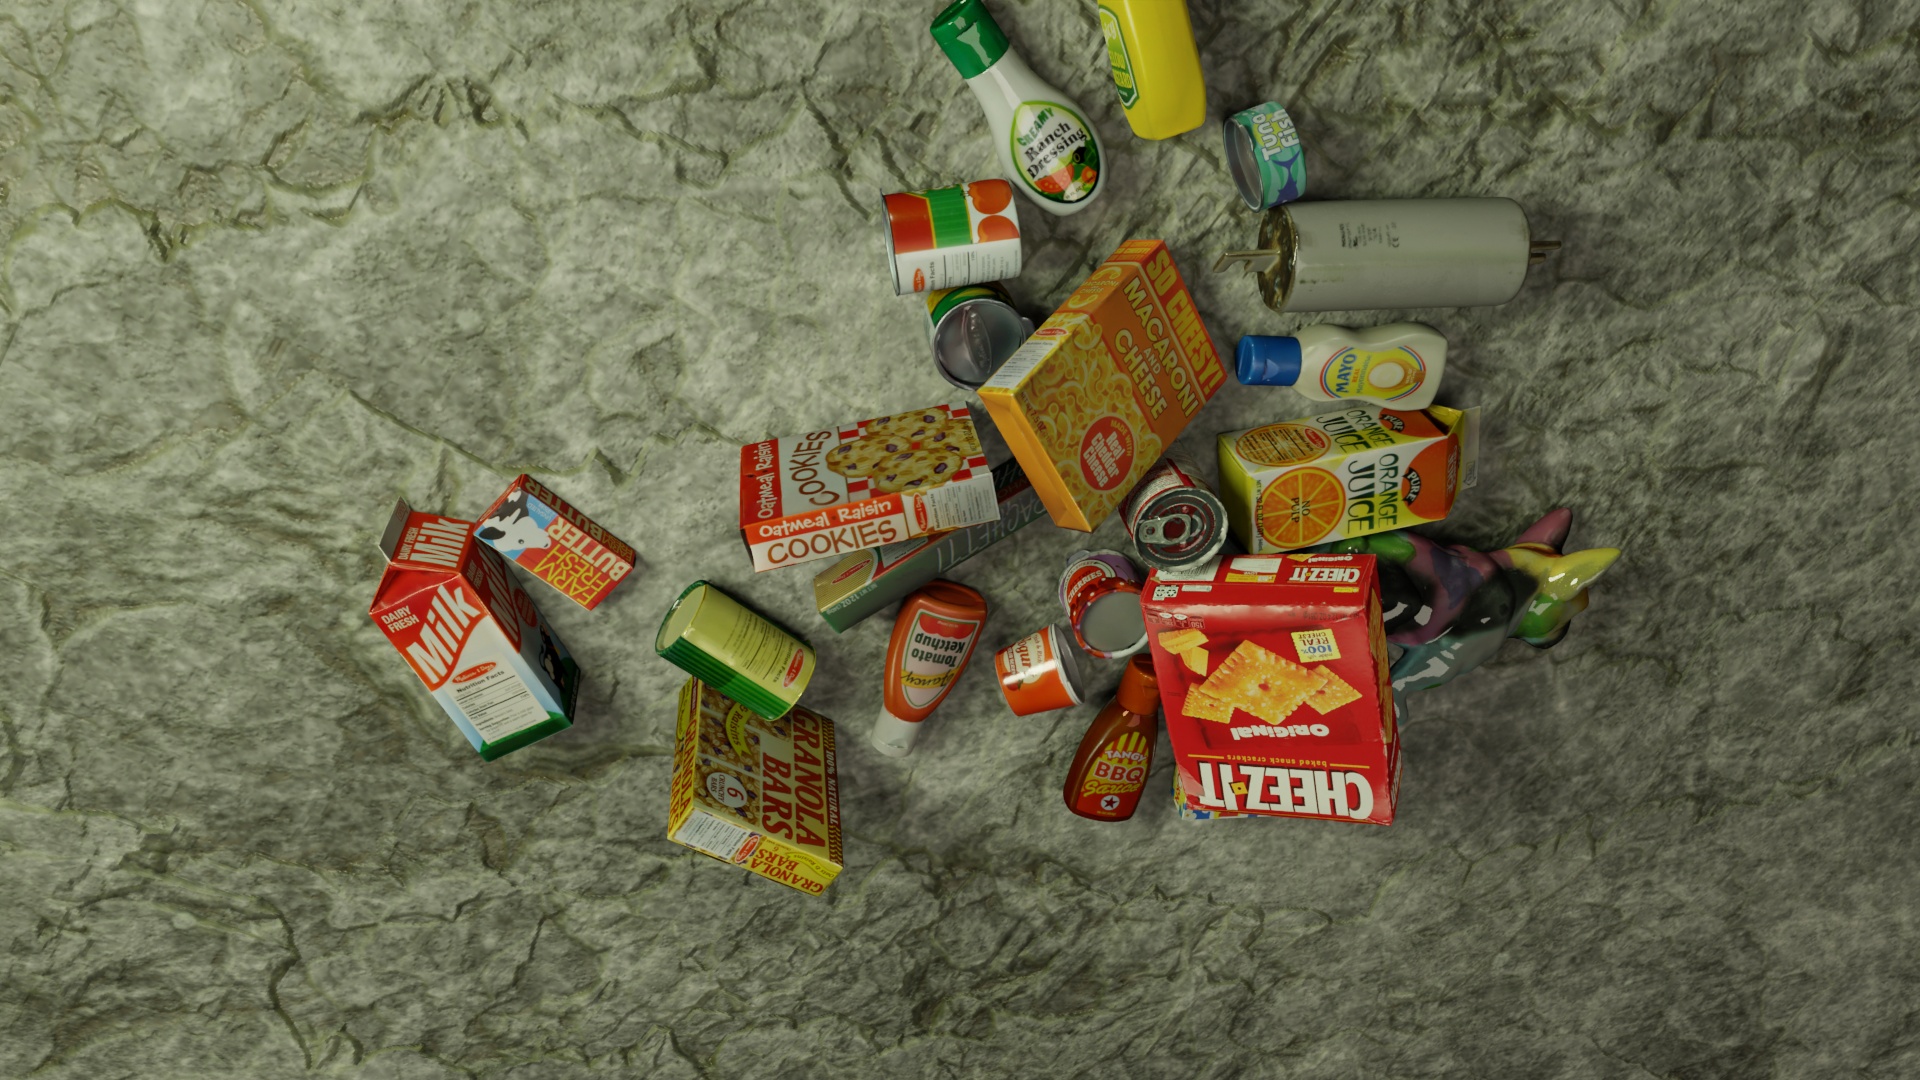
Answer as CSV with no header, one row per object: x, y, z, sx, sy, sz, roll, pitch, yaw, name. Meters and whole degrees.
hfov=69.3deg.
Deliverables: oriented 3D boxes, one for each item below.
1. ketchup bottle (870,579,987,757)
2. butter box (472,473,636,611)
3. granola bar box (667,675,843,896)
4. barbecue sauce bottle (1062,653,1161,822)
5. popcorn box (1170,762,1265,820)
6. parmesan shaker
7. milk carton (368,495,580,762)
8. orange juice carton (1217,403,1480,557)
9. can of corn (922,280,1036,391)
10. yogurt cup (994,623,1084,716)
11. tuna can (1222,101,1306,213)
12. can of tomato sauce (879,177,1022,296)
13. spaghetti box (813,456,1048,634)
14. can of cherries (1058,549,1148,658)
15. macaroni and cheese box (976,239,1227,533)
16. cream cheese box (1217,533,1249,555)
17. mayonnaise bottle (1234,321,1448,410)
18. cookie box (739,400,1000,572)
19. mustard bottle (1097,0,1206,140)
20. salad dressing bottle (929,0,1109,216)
-0.031,0.102,1.090,0.065,0.044,0.148,13,117,-17,ketchup bottle
-0.291,0.002,1.000,0.103,0.024,0.053,39,108,-26,butter box
-0.152,0.177,1.040,0.124,0.166,0.039,28,114,-23,granola bar box
0.135,0.164,1.152,0.065,0.044,0.147,10,117,-14,barbecue sauce bottle
0.231,0.177,1.179,0.085,0.038,0.126,-1,119,-9,popcorn box
-0.168,0.080,1.043,0.103,0.071,0.071,36,108,-24,parmesan shaker
-0.354,0.059,0.994,0.073,0.072,0.189,-23,122,4,milk carton
0.297,-0.052,1.040,0.193,0.073,0.071,-11,121,-4,orange juice carton
0.012,-0.144,0.948,0.071,0.058,0.070,-4,120,-7,can of corn
0.062,0.105,1.096,0.054,0.073,0.072,-21,121,12,yogurt cup
0.200,-0.253,0.912,0.033,0.071,0.070,-20,121,1,tuna can
-0.007,-0.201,0.910,0.083,0.071,0.070,-10,121,-5,can of tomato sauce
0.004,-0.013,1.026,0.250,0.050,0.028,-30,122,8,spaghetti box
0.112,0.048,1.074,0.071,0.058,0.071,-4,120,-7,can of cherries
0.100,-0.107,0.946,0.167,0.040,0.123,-47,124,-23,macaroni and cheese box
0.211,0.031,1.101,0.053,0.024,0.103,-43,117,15,cream cheese box
0.276,-0.128,1.011,0.148,0.041,0.064,0,121,-11,mayonnaise bottle
-0.066,-0.041,0.955,0.167,0.123,0.040,-12,120,-3,cookie box
0.110,-0.332,0.858,0.049,0.065,0.159,-21,115,-3,mustard bottle
0.038,-0.276,0.886,0.064,0.044,0.147,-38,118,8,salad dressing bottle
